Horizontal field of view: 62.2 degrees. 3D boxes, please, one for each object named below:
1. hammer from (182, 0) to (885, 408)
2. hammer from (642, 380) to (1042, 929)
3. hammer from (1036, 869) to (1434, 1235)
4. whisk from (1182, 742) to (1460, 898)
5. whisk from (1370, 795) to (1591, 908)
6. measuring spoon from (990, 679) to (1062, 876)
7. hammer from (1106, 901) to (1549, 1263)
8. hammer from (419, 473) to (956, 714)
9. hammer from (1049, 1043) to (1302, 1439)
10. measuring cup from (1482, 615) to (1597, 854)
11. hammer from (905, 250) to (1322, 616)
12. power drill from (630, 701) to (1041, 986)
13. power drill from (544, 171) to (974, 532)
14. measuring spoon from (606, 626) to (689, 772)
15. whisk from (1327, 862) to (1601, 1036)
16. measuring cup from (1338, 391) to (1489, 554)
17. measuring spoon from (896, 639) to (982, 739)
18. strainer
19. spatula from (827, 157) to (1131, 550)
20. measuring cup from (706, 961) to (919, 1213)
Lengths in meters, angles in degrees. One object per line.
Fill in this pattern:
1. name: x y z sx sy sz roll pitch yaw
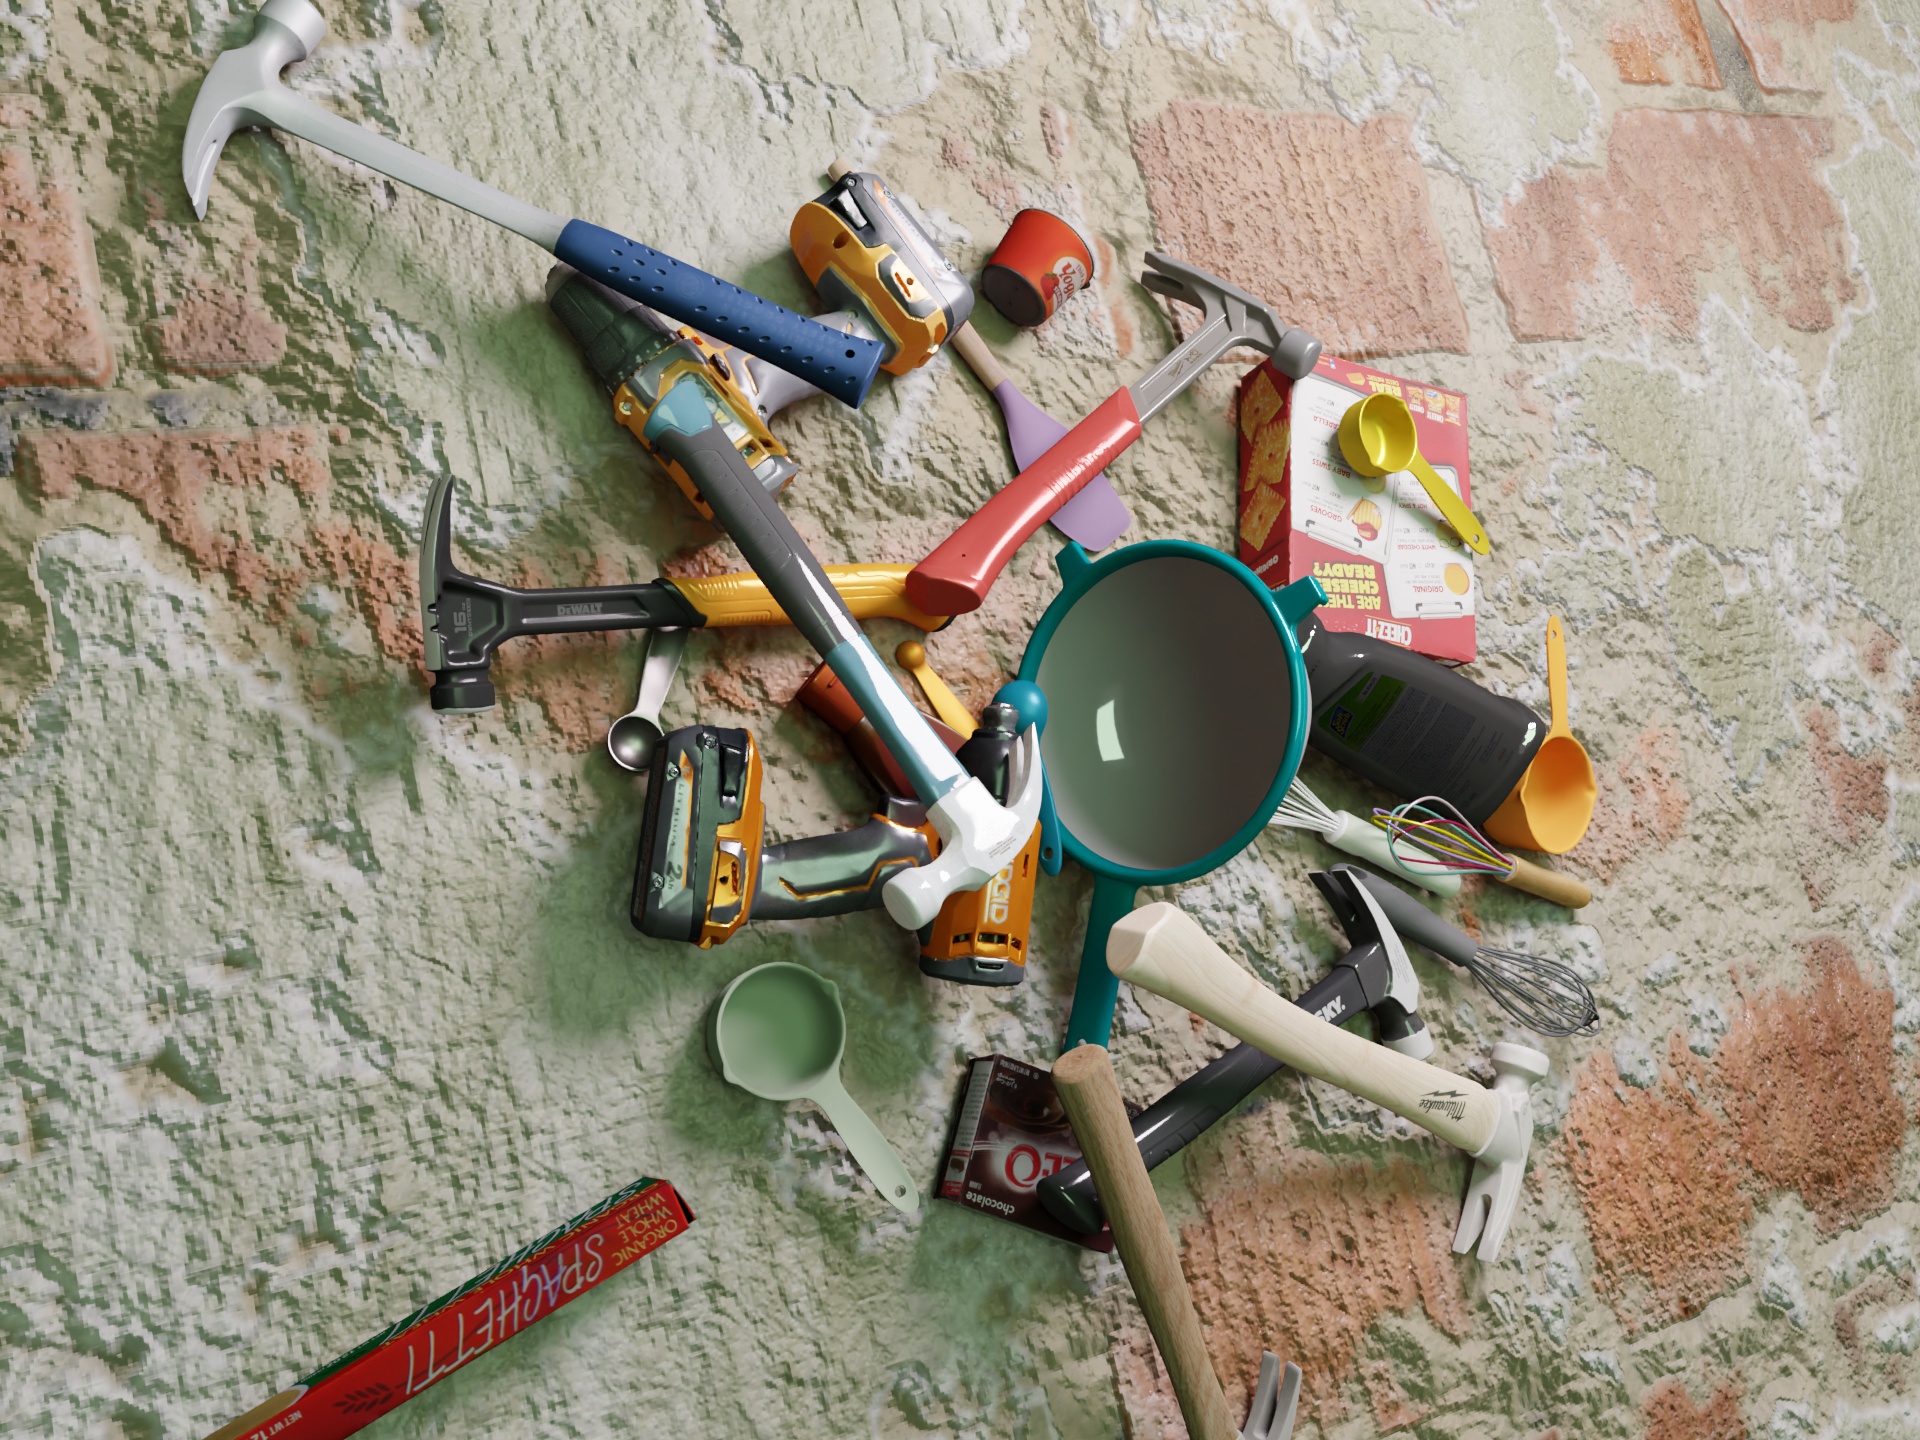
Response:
1. hammer: -0.238 -0.275 0.906 0.405 0.035 0.144 24 68 -3
2. hammer: -0.073 -0.051 0.877 0.128 0.033 0.331 -30 80 -33
3. hammer: 0.174 0.215 0.997 0.335 0.035 0.146 -25 97 -36
4. whisk: 0.254 0.071 1.103 0.246 0.058 0.059 26 101 -21
5. whisk: 0.377 0.101 1.129 0.244 0.047 0.051 20 52 -35
6. measuring spoon: 0.041 0.035 0.999 0.021 0.042 0.129 8 66 -50
7. hammer: 0.234 0.219 0.988 0.410 0.038 0.146 30 72 -34
8. hammer: -0.143 -0.078 0.928 0.336 0.034 0.127 -5 95 -33
9. hammer: 0.118 0.329 0.913 0.130 0.031 0.331 -31 112 -31
10. measuring cup: 0.420 0.011 1.173 0.095 0.052 0.173 0 89 -36
11. hammer: 0.084 -0.190 1.050 0.149 0.036 0.359 34 59 21
12. power drill: -0.062 0.060 0.903 0.226 0.084 0.164 9 86 -17
13. power drill: -0.125 -0.249 0.983 0.226 0.084 0.185 -43 95 -24
14. measuring spoon: -0.180 -0.024 0.933 0.034 0.018 0.124 23 61 -21
15. whisk: 0.358 0.161 1.128 0.239 0.055 0.055 30 65 -11
16. measuring cup: 0.323 -0.168 1.131 0.156 0.029 0.062 42 64 -24
17. measuring spoon: -0.002 -0.003 1.013 0.021 0.011 0.117 -39 95 -29
18. strainer: 0.129 0.061 0.999 0.095 0.211 0.340 6 96 -49
19. spatula: 0.009 -0.248 1.080 0.060 0.018 0.316 -40 96 -28
20. measuring cup: -0.081 0.213 0.904 0.083 0.038 0.167 -39 97 -29
